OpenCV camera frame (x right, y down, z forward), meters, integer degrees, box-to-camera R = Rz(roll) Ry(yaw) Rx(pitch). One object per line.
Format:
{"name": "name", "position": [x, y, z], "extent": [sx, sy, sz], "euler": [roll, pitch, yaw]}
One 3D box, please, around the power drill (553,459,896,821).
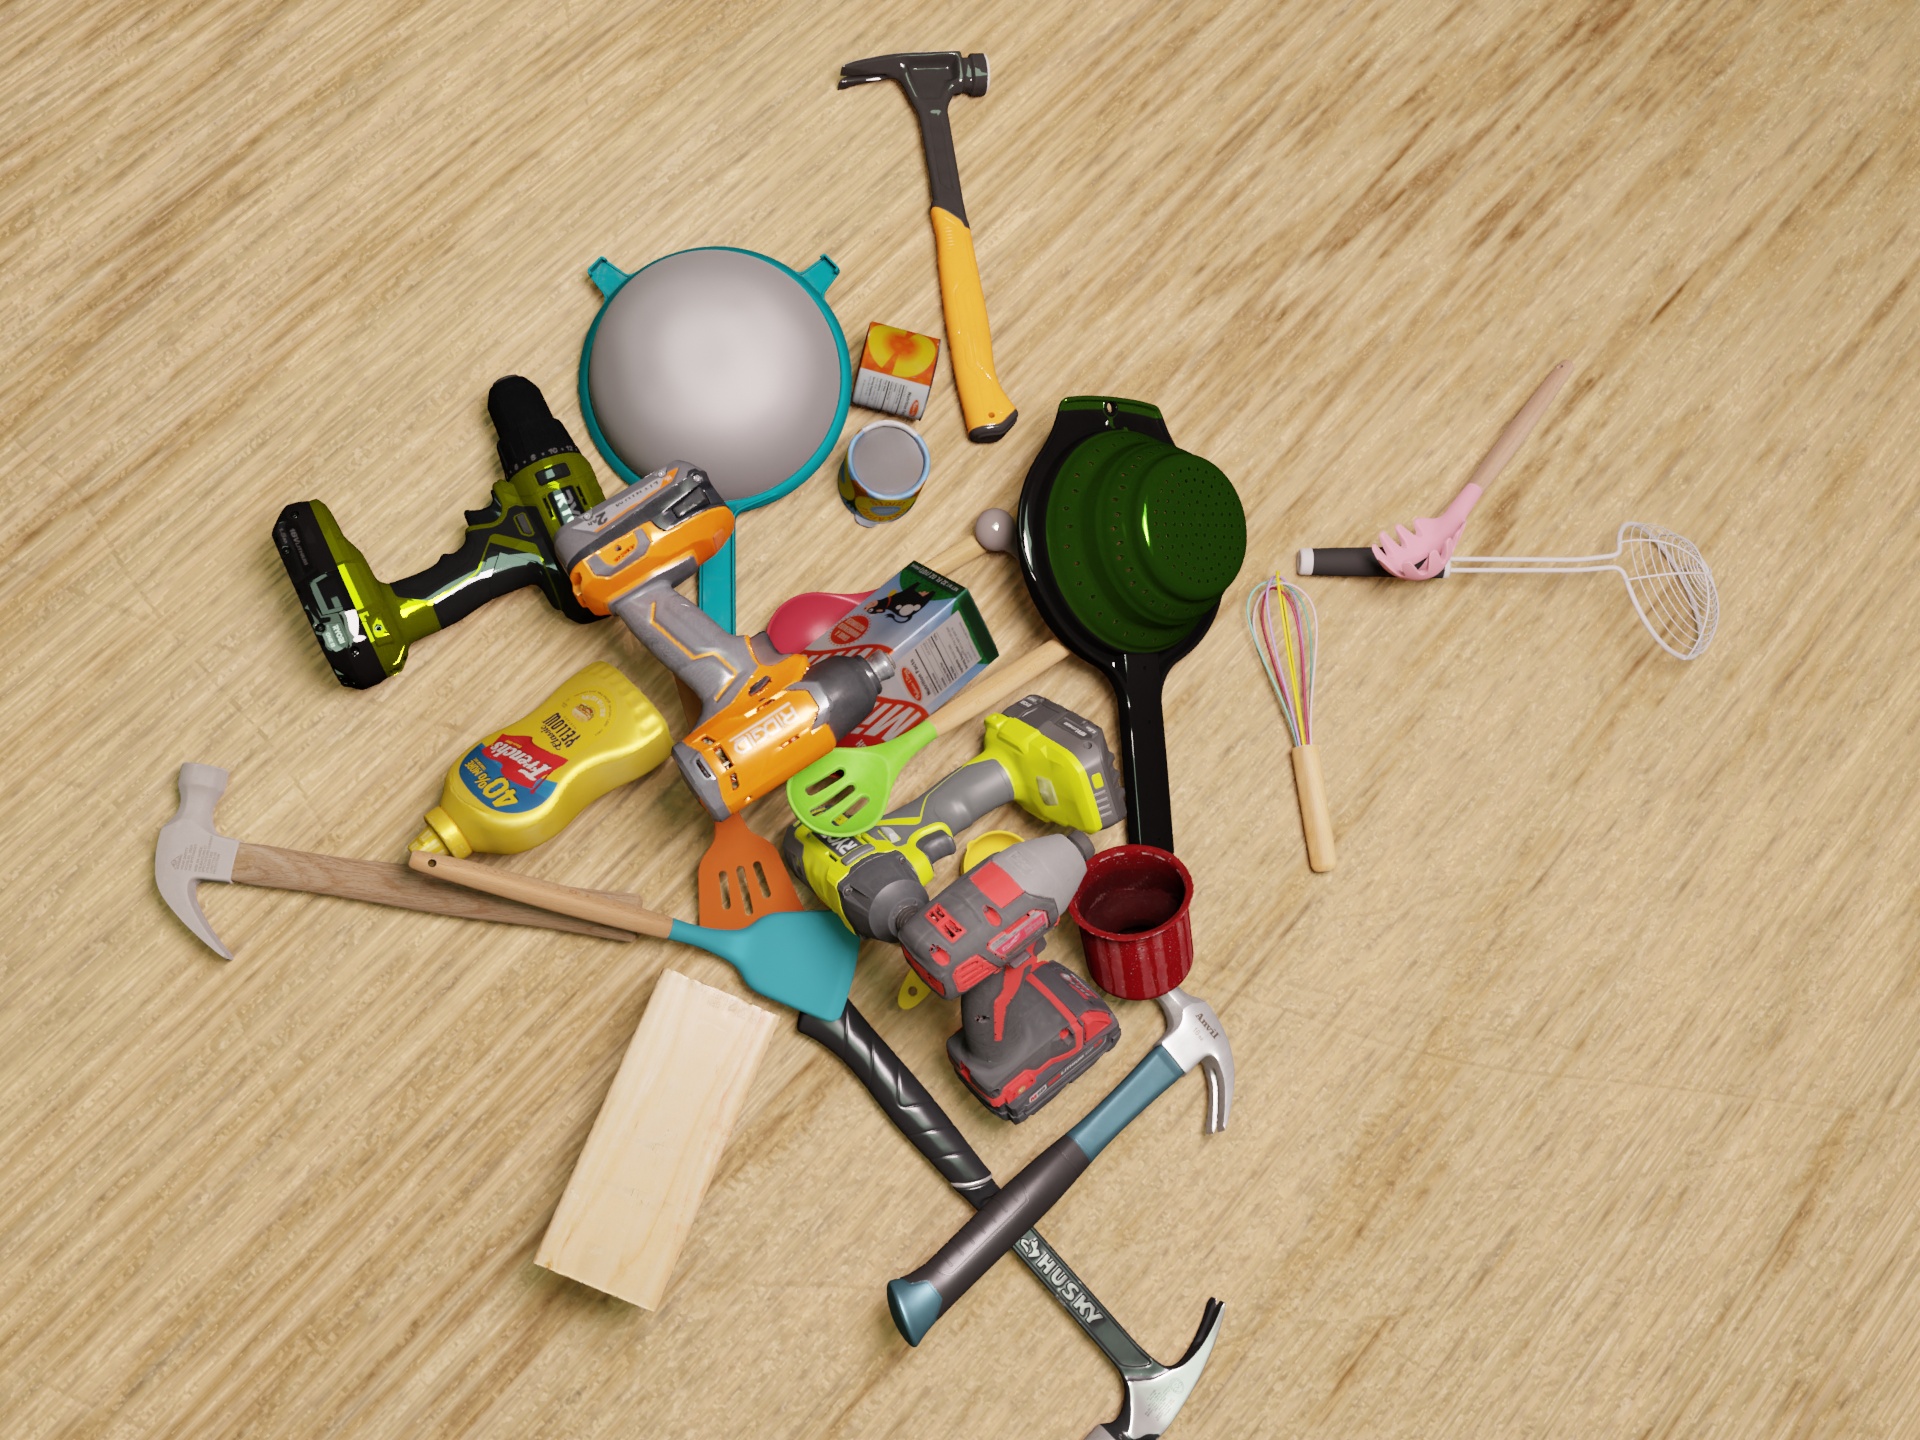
{"name": "power drill", "position": [-0.160, -0.064, 1.101], "extent": [0.164, 0.084, 0.226], "euler": [-32, 79, -10]}

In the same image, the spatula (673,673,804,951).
{"name": "spatula", "position": [-0.192, 0.008, 1.174], "extent": [0.081, 0.041, 0.323], "euler": [-15, 85, -14]}

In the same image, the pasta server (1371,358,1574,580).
{"name": "pasta server", "position": [0.439, -0.214, 1.325], "extent": [0.316, 0.060, 0.040], "euler": [-48, 129, -27]}

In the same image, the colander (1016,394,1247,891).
{"name": "colander", "position": [0.157, -0.060, 1.212], "extent": [0.204, 0.094, 0.397], "euler": [-3, 88, -35]}

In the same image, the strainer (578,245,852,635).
{"name": "strainer", "position": [-0.187, -0.203, 1.186], "extent": [0.211, 0.095, 0.340], "euler": [-1, 84, -2]}

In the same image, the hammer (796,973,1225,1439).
{"name": "hammer", "position": [0.026, 0.347, 1.162], "extent": [0.149, 0.036, 0.409], "euler": [-41, 88, -16]}

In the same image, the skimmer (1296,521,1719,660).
{"name": "skimmer", "position": [0.460, -0.113, 1.338], "extent": [0.363, 0.090, 0.127], "euler": [1, 62, 0]}

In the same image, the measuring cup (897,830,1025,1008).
{"name": "measuring cup", "position": [-0.001, 0.152, 1.198], "extent": [0.062, 0.029, 0.156], "euler": [37, 75, -2]}

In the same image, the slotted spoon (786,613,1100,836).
{"name": "slotted spoon", "position": [-0.002, -0.004, 1.173], "extent": [0.314, 0.031, 0.070], "euler": [-33, 76, -30]}

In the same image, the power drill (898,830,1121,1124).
{"name": "power drill", "position": [0.042, 0.170, 1.090], "extent": [0.143, 0.219, 0.079], "euler": [-36, 52, -18]}

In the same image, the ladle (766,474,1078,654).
{"name": "ladle", "position": [-0.017, -0.123, 1.251], "extent": [0.315, 0.031, 0.069], "euler": [-32, 95, -17]}

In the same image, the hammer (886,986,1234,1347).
{"name": "hammer", "position": [0.073, 0.317, 1.147], "extent": [0.331, 0.033, 0.128], "euler": [-37, 84, -26]}

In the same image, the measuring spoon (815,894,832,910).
{"name": "measuring spoon", "position": [-0.058, 0.154, 1.199], "extent": [0.117, 0.011, 0.021], "euler": [26, 64, -1]}

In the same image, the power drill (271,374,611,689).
{"name": "power drill", "position": [-0.371, -0.137, 1.161], "extent": [0.228, 0.080, 0.190], "euler": [-24, 86, -17]}

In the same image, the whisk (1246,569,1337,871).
{"name": "whisk", "position": [0.271, -0.001, 1.275], "extent": [0.051, 0.047, 0.245], "euler": [-6, 84, -13]}

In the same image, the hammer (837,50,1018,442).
{"name": "hammer", "position": [-0.012, -0.388, 1.300], "extent": [0.127, 0.034, 0.337], "euler": [-8, 81, -13]}

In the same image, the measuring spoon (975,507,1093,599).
{"name": "measuring spoon", "position": [0.064, -0.124, 1.259], "extent": [0.124, 0.018, 0.034], "euler": [38, 77, -15]}

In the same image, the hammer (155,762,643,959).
{"name": "hammer", "position": [-0.394, 0.120, 1.128], "extent": [0.331, 0.031, 0.130], "euler": [10, 77, -9]}

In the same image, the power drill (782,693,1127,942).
{"name": "power drill", "position": [0.001, 0.076, 1.147], "extent": [0.223, 0.171, 0.080], "euler": [-29, 118, -19]}

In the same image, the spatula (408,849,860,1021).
{"name": "spatula", "position": [-0.227, 0.137, 1.120], "extent": [0.317, 0.044, 0.082], "euler": [18, 73, -20]}
